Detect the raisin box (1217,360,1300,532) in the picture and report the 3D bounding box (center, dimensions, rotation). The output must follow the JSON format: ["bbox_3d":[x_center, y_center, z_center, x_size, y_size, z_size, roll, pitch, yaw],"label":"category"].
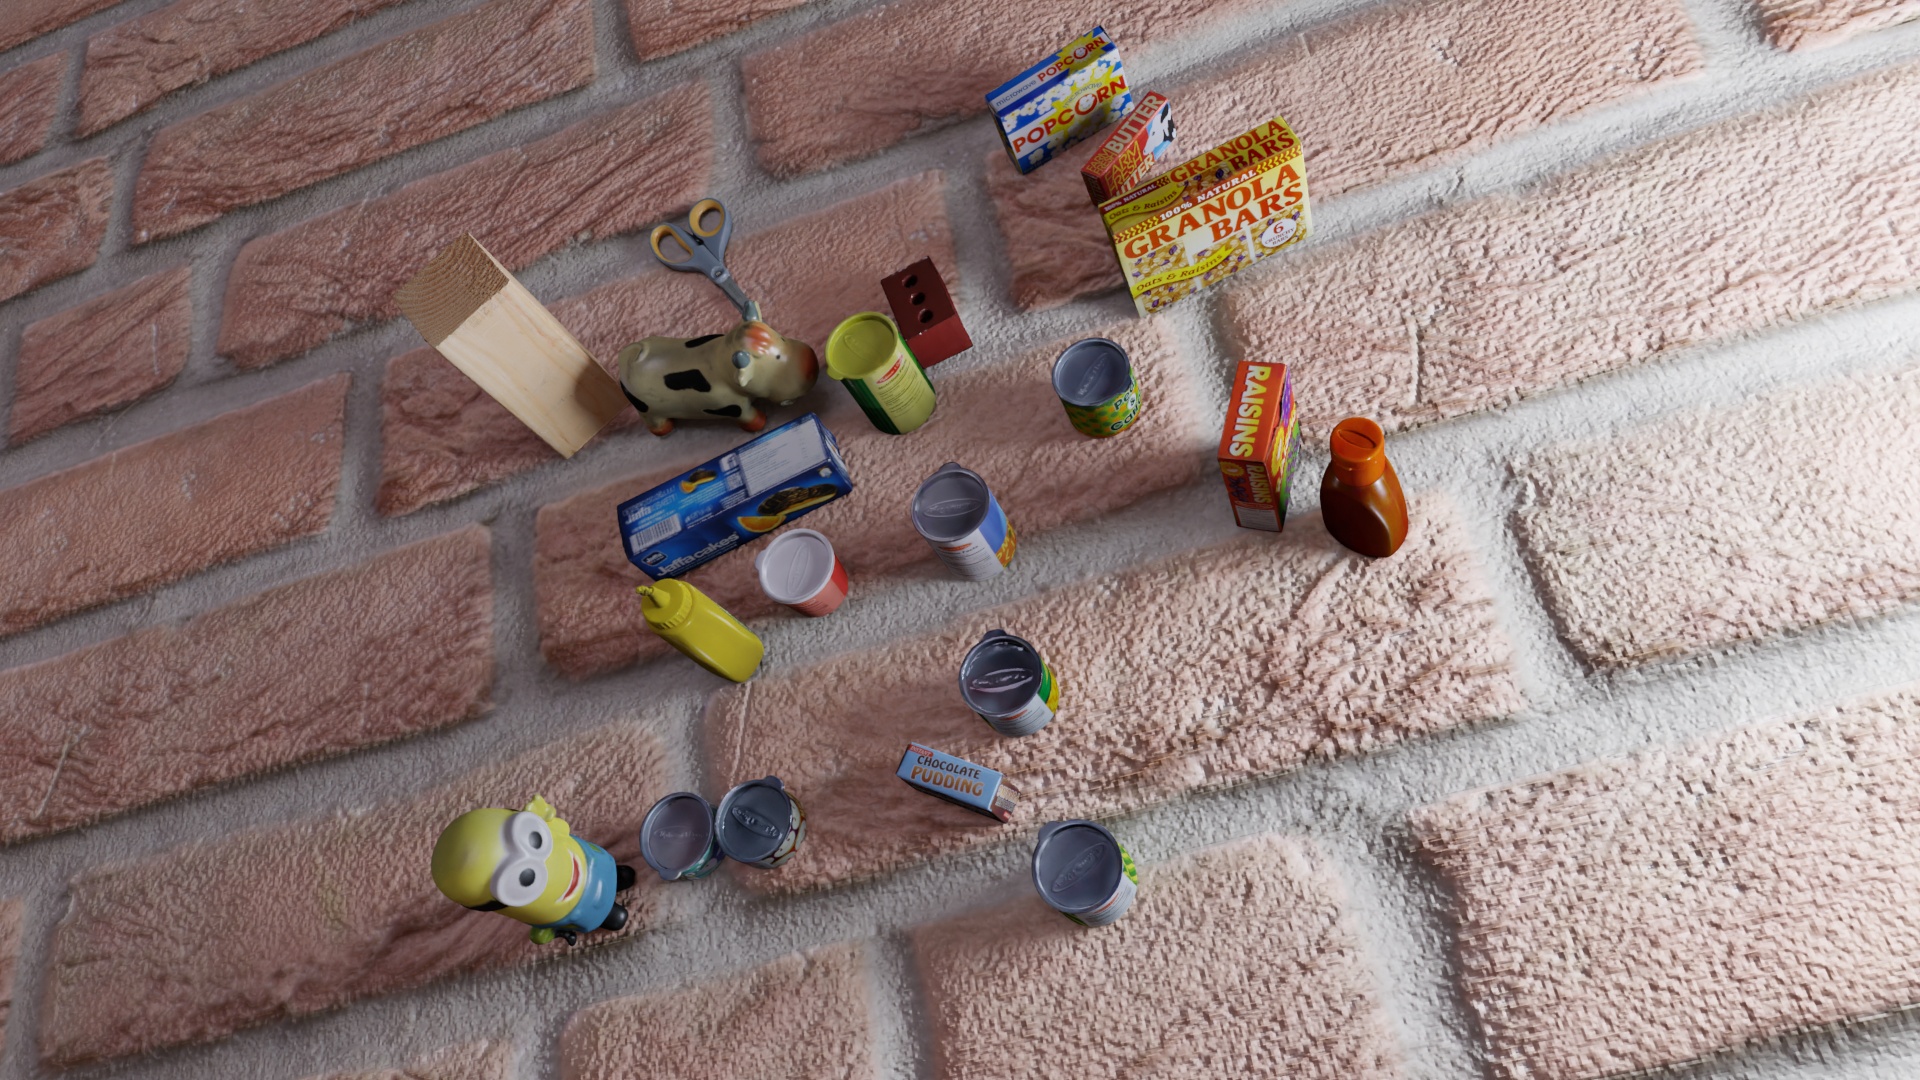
[{"bbox_3d":[0.230,-0.070,1.063,0.040,0.123,0.086,8,69,22],"label":"raisin box"}]

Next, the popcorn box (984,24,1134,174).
[{"bbox_3d":[0.093,-0.409,1.297,0.127,0.085,0.038,-31,60,3],"label":"popcorn box"}]

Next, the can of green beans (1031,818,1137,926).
[{"bbox_3d":[0.090,0.240,0.998,0.071,0.057,0.071,-8,63,15],"label":"can of green beans"}]

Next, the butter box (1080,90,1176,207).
[{"bbox_3d":[0.155,-0.354,1.268,0.024,0.053,0.103,36,80,29],"label":"butter box"}]

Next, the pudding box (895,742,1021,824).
[{"bbox_3d":[-0.001,0.185,1.061,0.084,0.049,0.030,16,72,25],"label":"pudding box"}]

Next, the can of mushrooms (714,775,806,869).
[{"bbox_3d":[-0.157,0.224,1.104,0.071,0.033,0.071,-8,63,15],"label":"can of mushrooms"}]

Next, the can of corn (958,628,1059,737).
[{"bbox_3d":[0.038,0.111,1.078,0.071,0.058,0.071,-8,63,15],"label":"can of corn"}]

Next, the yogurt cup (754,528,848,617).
[{"bbox_3d":[-0.130,0.031,1.177,0.072,0.053,0.072,-8,63,15],"label":"yogurt cup"}]

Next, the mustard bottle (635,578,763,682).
[{"bbox_3d":[-0.217,0.067,1.127,0.065,0.159,0.049,24,76,27],"label":"mustard bottle"}]

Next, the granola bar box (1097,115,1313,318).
[{"bbox_3d":[0.208,-0.269,1.167,0.165,0.124,0.039,-25,60,6],"label":"granola bar box"}]

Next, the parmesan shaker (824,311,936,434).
[{"bbox_3d":[-0.071,-0.142,1.212,0.071,0.102,0.071,-8,63,16],"label":"parmesan shaker"}]

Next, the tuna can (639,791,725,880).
[{"bbox_3d":[-0.222,0.241,1.118,0.071,0.032,0.071,-8,63,15],"label":"tuna can"}]

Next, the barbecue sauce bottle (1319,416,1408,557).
[{"bbox_3d":[0.292,-0.039,1.012,0.065,0.148,0.044,30,78,28],"label":"barbecue sauce bottle"}]

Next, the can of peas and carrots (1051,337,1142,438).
[{"bbox_3d":[0.118,-0.127,1.166,0.071,0.058,0.071,-8,63,15],"label":"can of peas and carrots"}]

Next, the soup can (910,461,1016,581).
[{"bbox_3d":[0.004,-0.014,1.136,0.071,0.083,0.071,-8,63,16],"label":"soup can"}]
